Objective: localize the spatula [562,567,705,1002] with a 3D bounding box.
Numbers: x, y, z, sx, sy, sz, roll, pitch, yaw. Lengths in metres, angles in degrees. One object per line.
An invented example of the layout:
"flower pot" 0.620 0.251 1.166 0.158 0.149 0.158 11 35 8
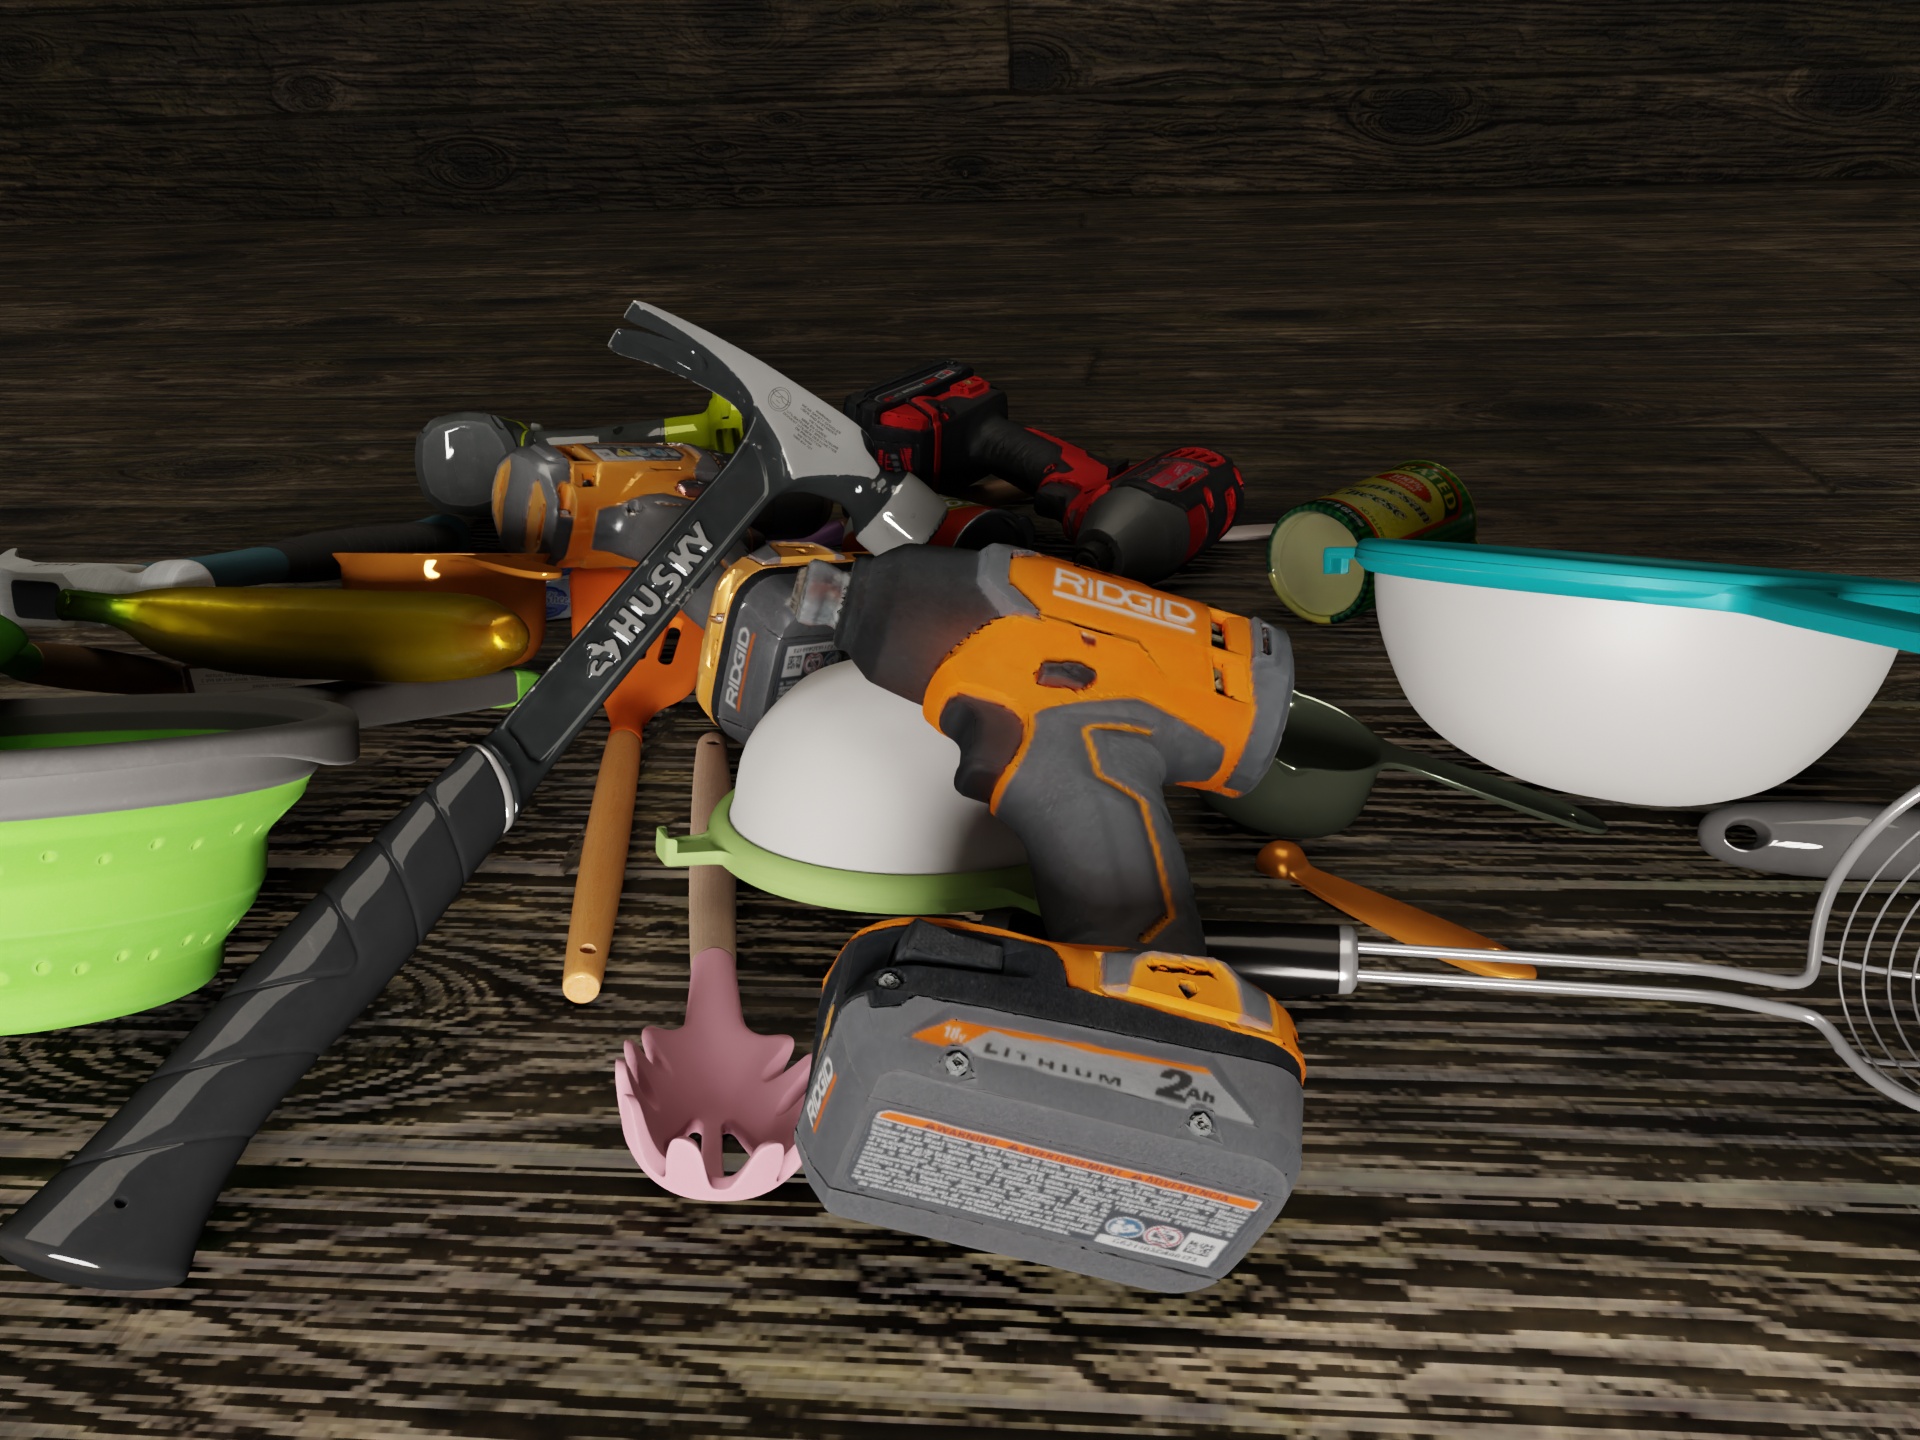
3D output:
"spatula" -0.144 0.013 0.675 0.081 0.041 0.323 11 24 -12

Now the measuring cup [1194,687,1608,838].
"measuring cup" 0.169 0.030 0.631 0.167 0.038 0.083 17 25 2

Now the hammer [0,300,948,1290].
"hammer" -0.149 0.005 0.530 0.149 0.036 0.409 40 51 -9

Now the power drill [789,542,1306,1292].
"power drill" 0.017 0.033 0.463 0.164 0.084 0.227 15 43 -6

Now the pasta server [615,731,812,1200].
"pasta server" -0.086 0.065 0.560 0.060 0.040 0.316 6 22 -12

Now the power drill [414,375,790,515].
"power drill" -0.220 -0.171 1.028 0.228 0.080 0.190 -6 9 -5

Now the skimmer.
"skimmer" 0.181 0.058 0.485 0.363 0.090 0.127 1 45 12

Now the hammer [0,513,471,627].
"hammer" -0.348 -0.081 0.819 0.128 0.033 0.331 1 11 12

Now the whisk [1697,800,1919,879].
"whisk" 0.390 0.043 0.561 0.239 0.055 0.055 1 24 16

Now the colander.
"colander" -0.277 0.037 0.599 0.204 0.094 0.397 1 6 20

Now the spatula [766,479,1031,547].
"spatula" -0.055 -0.124 0.995 0.316 0.018 0.060 -18 30 -29

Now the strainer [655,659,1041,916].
"strainer" -0.001 -0.002 0.628 0.151 0.069 0.256 6 18 16

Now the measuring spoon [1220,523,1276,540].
"measuring spoon" 0.206 -0.124 0.972 0.124 0.018 0.034 -6 25 -7

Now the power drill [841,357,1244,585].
"power drill" 0.041 -0.138 0.934 0.220 0.078 0.143 23 36 27

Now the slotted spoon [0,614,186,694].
"slotted spoon" -0.366 -0.022 0.646 0.070 0.031 0.314 -6 0 -7

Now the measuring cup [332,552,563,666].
"measuring cup" -0.204 -0.044 0.672 0.095 0.052 0.174 -4 9 -35

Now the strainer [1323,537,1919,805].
"strainer" 0.263 -0.007 0.566 0.211 0.095 0.340 4 10 -4

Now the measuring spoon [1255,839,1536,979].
"measuring spoon" 0.153 0.066 0.569 0.021 0.011 0.117 -21 30 -35

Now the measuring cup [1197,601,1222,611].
"measuring cup" 0.075 -0.045 0.816 0.062 0.029 0.157 -16 16 -28

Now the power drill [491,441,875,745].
"power drill" -0.093 -0.074 0.764 0.185 0.084 0.226 -9 33 -43
